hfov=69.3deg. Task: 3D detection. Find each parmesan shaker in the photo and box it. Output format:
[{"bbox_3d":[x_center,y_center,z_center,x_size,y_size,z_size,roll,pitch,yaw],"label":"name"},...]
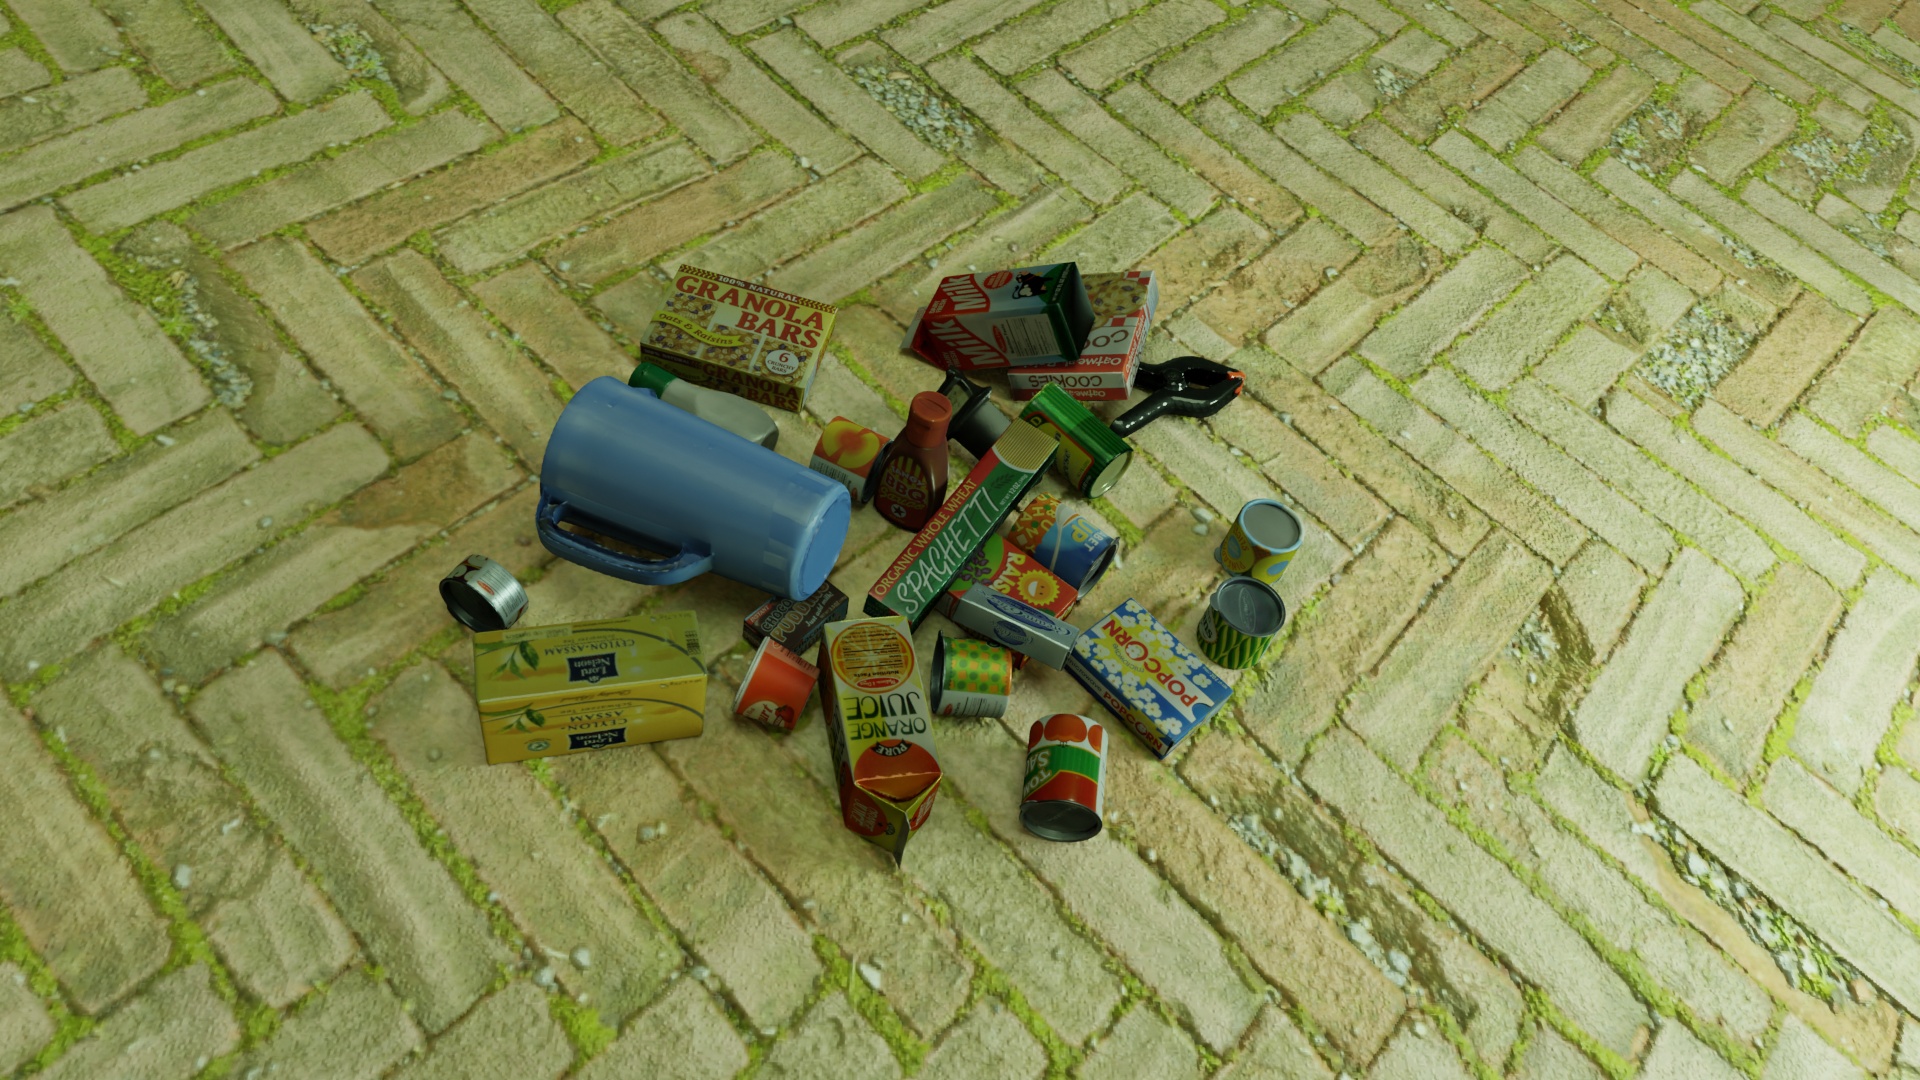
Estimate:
[{"bbox_3d":[0.112,-0.098,1.360,0.071,0.071,0.103,-34,66,-32],"label":"parmesan shaker"}]

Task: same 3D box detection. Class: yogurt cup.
[{"bbox_3d":[-0.149,0.119,1.134,0.054,0.072,0.073,25,51,-4],"label":"yogurt cup"}]

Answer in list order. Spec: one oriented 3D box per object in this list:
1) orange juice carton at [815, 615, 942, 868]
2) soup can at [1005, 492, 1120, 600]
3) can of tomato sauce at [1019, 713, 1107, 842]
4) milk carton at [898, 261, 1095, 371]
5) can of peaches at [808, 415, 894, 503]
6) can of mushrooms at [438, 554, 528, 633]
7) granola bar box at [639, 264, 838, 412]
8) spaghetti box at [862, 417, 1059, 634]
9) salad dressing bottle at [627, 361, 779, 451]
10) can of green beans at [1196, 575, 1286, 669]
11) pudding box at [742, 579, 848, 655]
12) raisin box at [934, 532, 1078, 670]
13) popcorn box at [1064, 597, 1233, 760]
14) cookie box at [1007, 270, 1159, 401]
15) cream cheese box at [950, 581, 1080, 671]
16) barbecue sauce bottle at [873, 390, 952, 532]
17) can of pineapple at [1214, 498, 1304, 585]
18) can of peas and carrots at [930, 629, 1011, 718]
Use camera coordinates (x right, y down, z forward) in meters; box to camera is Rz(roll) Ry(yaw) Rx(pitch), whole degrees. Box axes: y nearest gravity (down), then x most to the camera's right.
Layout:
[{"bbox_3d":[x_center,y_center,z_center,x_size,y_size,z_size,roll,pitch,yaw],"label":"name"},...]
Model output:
[{"bbox_3d":[-0.064,0.160,1.115,0.073,0.071,0.193,-4,53,-16],"label":"orange juice carton"},{"bbox_3d":[0.095,0.002,1.277,0.084,0.071,0.072,37,53,16],"label":"soup can"},{"bbox_3d":[0.083,0.192,1.128,0.071,0.070,0.083,13,50,-3],"label":"can of tomato sauce"},{"bbox_3d":[0.031,-0.225,1.412,0.190,0.073,0.073,-2,45,26],"label":"milk carton"},{"bbox_3d":[-0.101,-0.077,1.297,0.058,0.070,0.071,24,51,7],"label":"can of peaches"},{"bbox_3d":[-0.390,0.046,1.134,0.071,0.070,0.034,28,52,9],"label":"can of mushrooms"},{"bbox_3d":[-0.219,-0.203,1.385,0.166,0.038,0.125,16,51,0],"label":"granola bar box"},{"bbox_3d":[0.004,-0.016,1.241,0.050,0.028,0.251,32,57,12],"label":"spaghetti box"},{"bbox_3d":[-0.244,-0.121,1.313,0.148,0.043,0.064,29,54,11],"label":"salad dressing bottle"},{"bbox_3d":[0.255,0.075,1.266,0.071,0.057,0.071,7,52,-8],"label":"can of green beans"},{"bbox_3d":[-0.142,0.066,1.197,0.050,0.030,0.084,37,53,17],"label":"pudding box"},{"bbox_3d":[0.031,0.047,1.248,0.123,0.039,0.086,35,53,16],"label":"raisin box"},{"bbox_3d":[0.163,0.120,1.222,0.085,0.038,0.127,-33,65,-33],"label":"popcorn box"},{"bbox_3d":[0.130,-0.213,1.445,0.123,0.040,0.168,1,47,22],"label":"cookie box"},{"bbox_3d":[0.048,0.071,1.177,0.104,0.024,0.053,25,20,8],"label":"cream cheese box"},{"bbox_3d":[-0.038,-0.072,1.255,0.065,0.147,0.044,29,51,9],"label":"barbecue sauce bottle"},{"bbox_3d":[0.287,0.002,1.331,0.071,0.057,0.071,6,52,-8],"label":"can of pineapple"},{"bbox_3d":[0.008,0.113,1.172,0.059,0.070,0.071,6,52,-10],"label":"can of peas and carrots"}]
